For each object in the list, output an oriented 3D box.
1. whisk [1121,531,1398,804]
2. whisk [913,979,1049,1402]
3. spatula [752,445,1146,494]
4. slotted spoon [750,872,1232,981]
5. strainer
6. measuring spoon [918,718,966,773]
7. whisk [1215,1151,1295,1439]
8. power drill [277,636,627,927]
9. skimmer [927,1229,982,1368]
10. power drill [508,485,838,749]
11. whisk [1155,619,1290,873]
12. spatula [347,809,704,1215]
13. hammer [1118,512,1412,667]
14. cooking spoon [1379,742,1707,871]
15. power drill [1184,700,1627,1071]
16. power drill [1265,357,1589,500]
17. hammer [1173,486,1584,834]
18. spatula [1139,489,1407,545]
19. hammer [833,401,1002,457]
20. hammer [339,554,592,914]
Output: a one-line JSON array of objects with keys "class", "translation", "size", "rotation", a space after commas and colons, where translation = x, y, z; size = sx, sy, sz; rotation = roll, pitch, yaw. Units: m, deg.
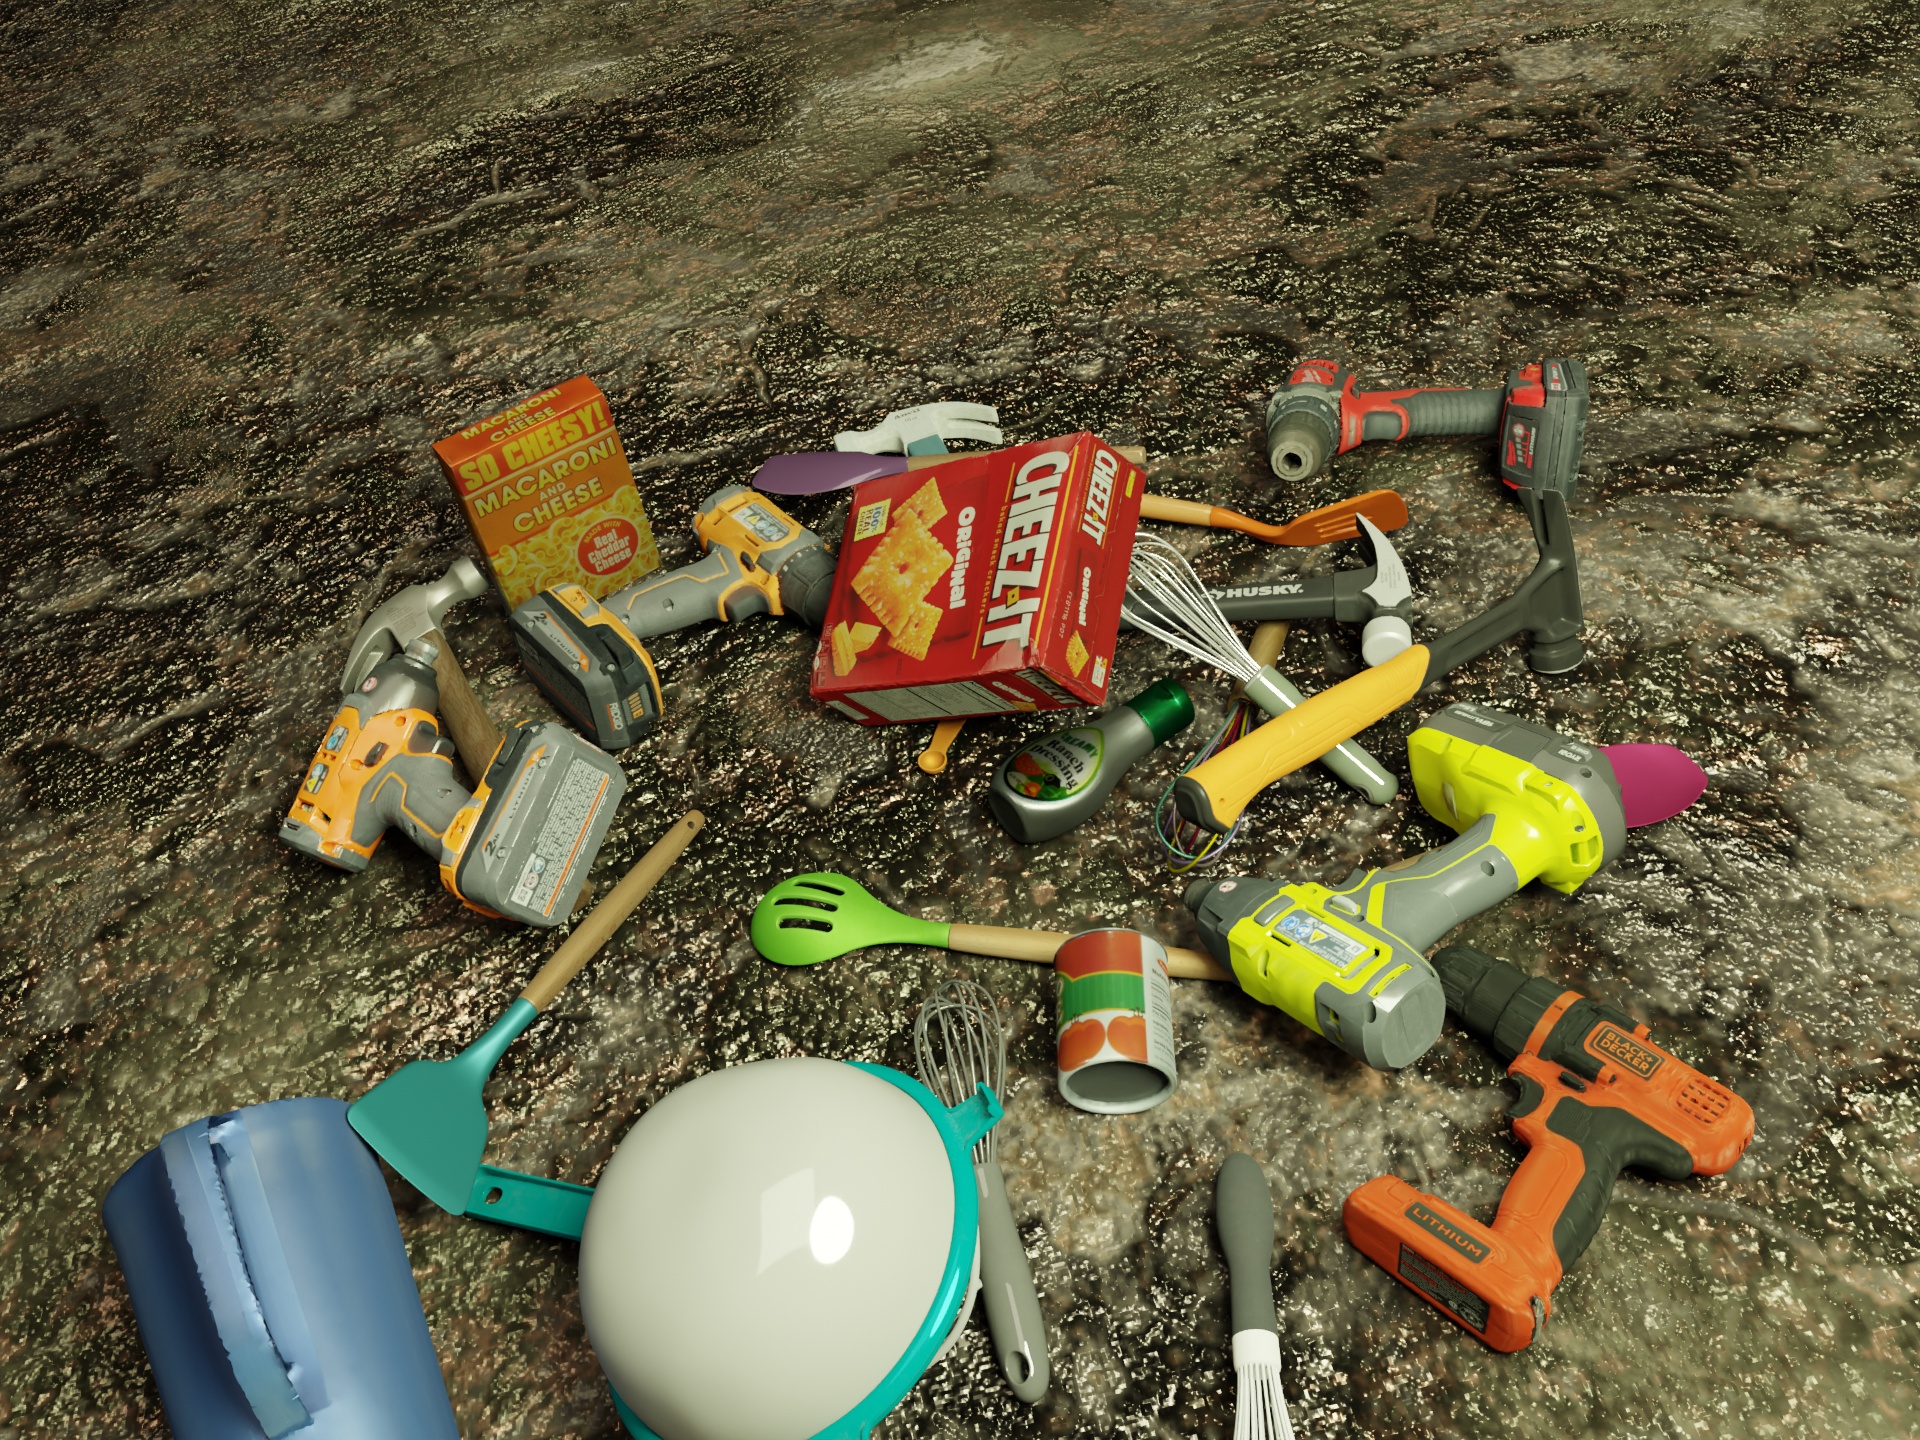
[{"class": "whisk", "translation": [0.185, -0.033, 1.027], "size": [0.246, 0.057, 0.059], "rotation": [42, 82, 8]}, {"class": "whisk", "translation": [0.014, 0.244, 0.857], "size": [0.055, 0.055, 0.239], "rotation": [-12, 52, -3]}, {"class": "spatula", "translation": [-0.015, -0.192, 1.201], "size": [0.316, 0.018, 0.060], "rotation": [1, 42, 21]}, {"class": "slotted spoon", "translation": [0.020, 0.132, 0.968], "size": [0.314, 0.031, 0.070], "rotation": [5, 49, 12]}, {"class": "strainer", "translation": [-0.157, 0.237, 0.786], "size": [0.340, 0.095, 0.211], "rotation": [-2, 49, 34]}, {"class": "measuring spoon", "translation": [-0.002, -0.004, 1.107], "size": [0.021, 0.011, 0.117], "rotation": [11, 47, 18]}, {"class": "whisk", "translation": [0.143, 0.332, 0.753], "size": [0.070, 0.070, 0.285], "rotation": [-2, 43, 7]}, {"class": "power drill", "translation": [-0.329, 0.034, 1.029], "size": [0.227, 0.084, 0.164], "rotation": [12, 74, 32]}, {"class": "skimmer", "translation": [-0.126, 0.349, 0.750], "size": [0.127, 0.090, 0.363], "rotation": [26, 57, 33]}, {"class": "power drill", "translation": [-0.184, -0.071, 1.151], "size": [0.226, 0.084, 0.185], "rotation": [-34, 54, -26]}, {"class": "whisk", "translation": [0.177, 0.008, 1.049], "size": [0.051, 0.047, 0.245], "rotation": [20, 49, 10]}, {"class": "spatula", "translation": [-0.237, 0.152, 0.951], "size": [0.082, 0.044, 0.318], "rotation": [46, 45, -10]}, {"class": "hammer", "translation": [0.142, -0.082, 1.116], "size": [0.335, 0.035, 0.146], "rotation": [-3, 39, 15]}, {"class": "cooking spoon", "translation": [0.313, 0.079, 0.976], "size": [0.319, 0.017, 0.069], "rotation": [-19, 43, -9]}, {"class": "power drill", "translation": [0.250, 0.086, 0.906], "size": [0.223, 0.080, 0.171], "rotation": [-33, 34, -20]}, {"class": "power drill", "translation": [0.335, -0.213, 1.167], "size": [0.227, 0.080, 0.188], "rotation": [6, 28, 17]}, {"class": "hammer", "translation": [0.264, -0.028, 0.984], "size": [0.337, 0.127, 0.034], "rotation": [-28, 26, -24]}, {"class": "spatula", "translation": [0.170, -0.166, 1.201], "size": [0.323, 0.081, 0.041], "rotation": [13, 84, 25]}, {"class": "hammer", "translation": [0.004, -0.154, 1.191], "size": [0.128, 0.033, 0.331], "rotation": [-21, 40, -6]}, {"class": "hammer", "translation": [-0.340, 0.016, 1.115], "size": [0.130, 0.031, 0.332], "rotation": [-35, 54, -7]}]
